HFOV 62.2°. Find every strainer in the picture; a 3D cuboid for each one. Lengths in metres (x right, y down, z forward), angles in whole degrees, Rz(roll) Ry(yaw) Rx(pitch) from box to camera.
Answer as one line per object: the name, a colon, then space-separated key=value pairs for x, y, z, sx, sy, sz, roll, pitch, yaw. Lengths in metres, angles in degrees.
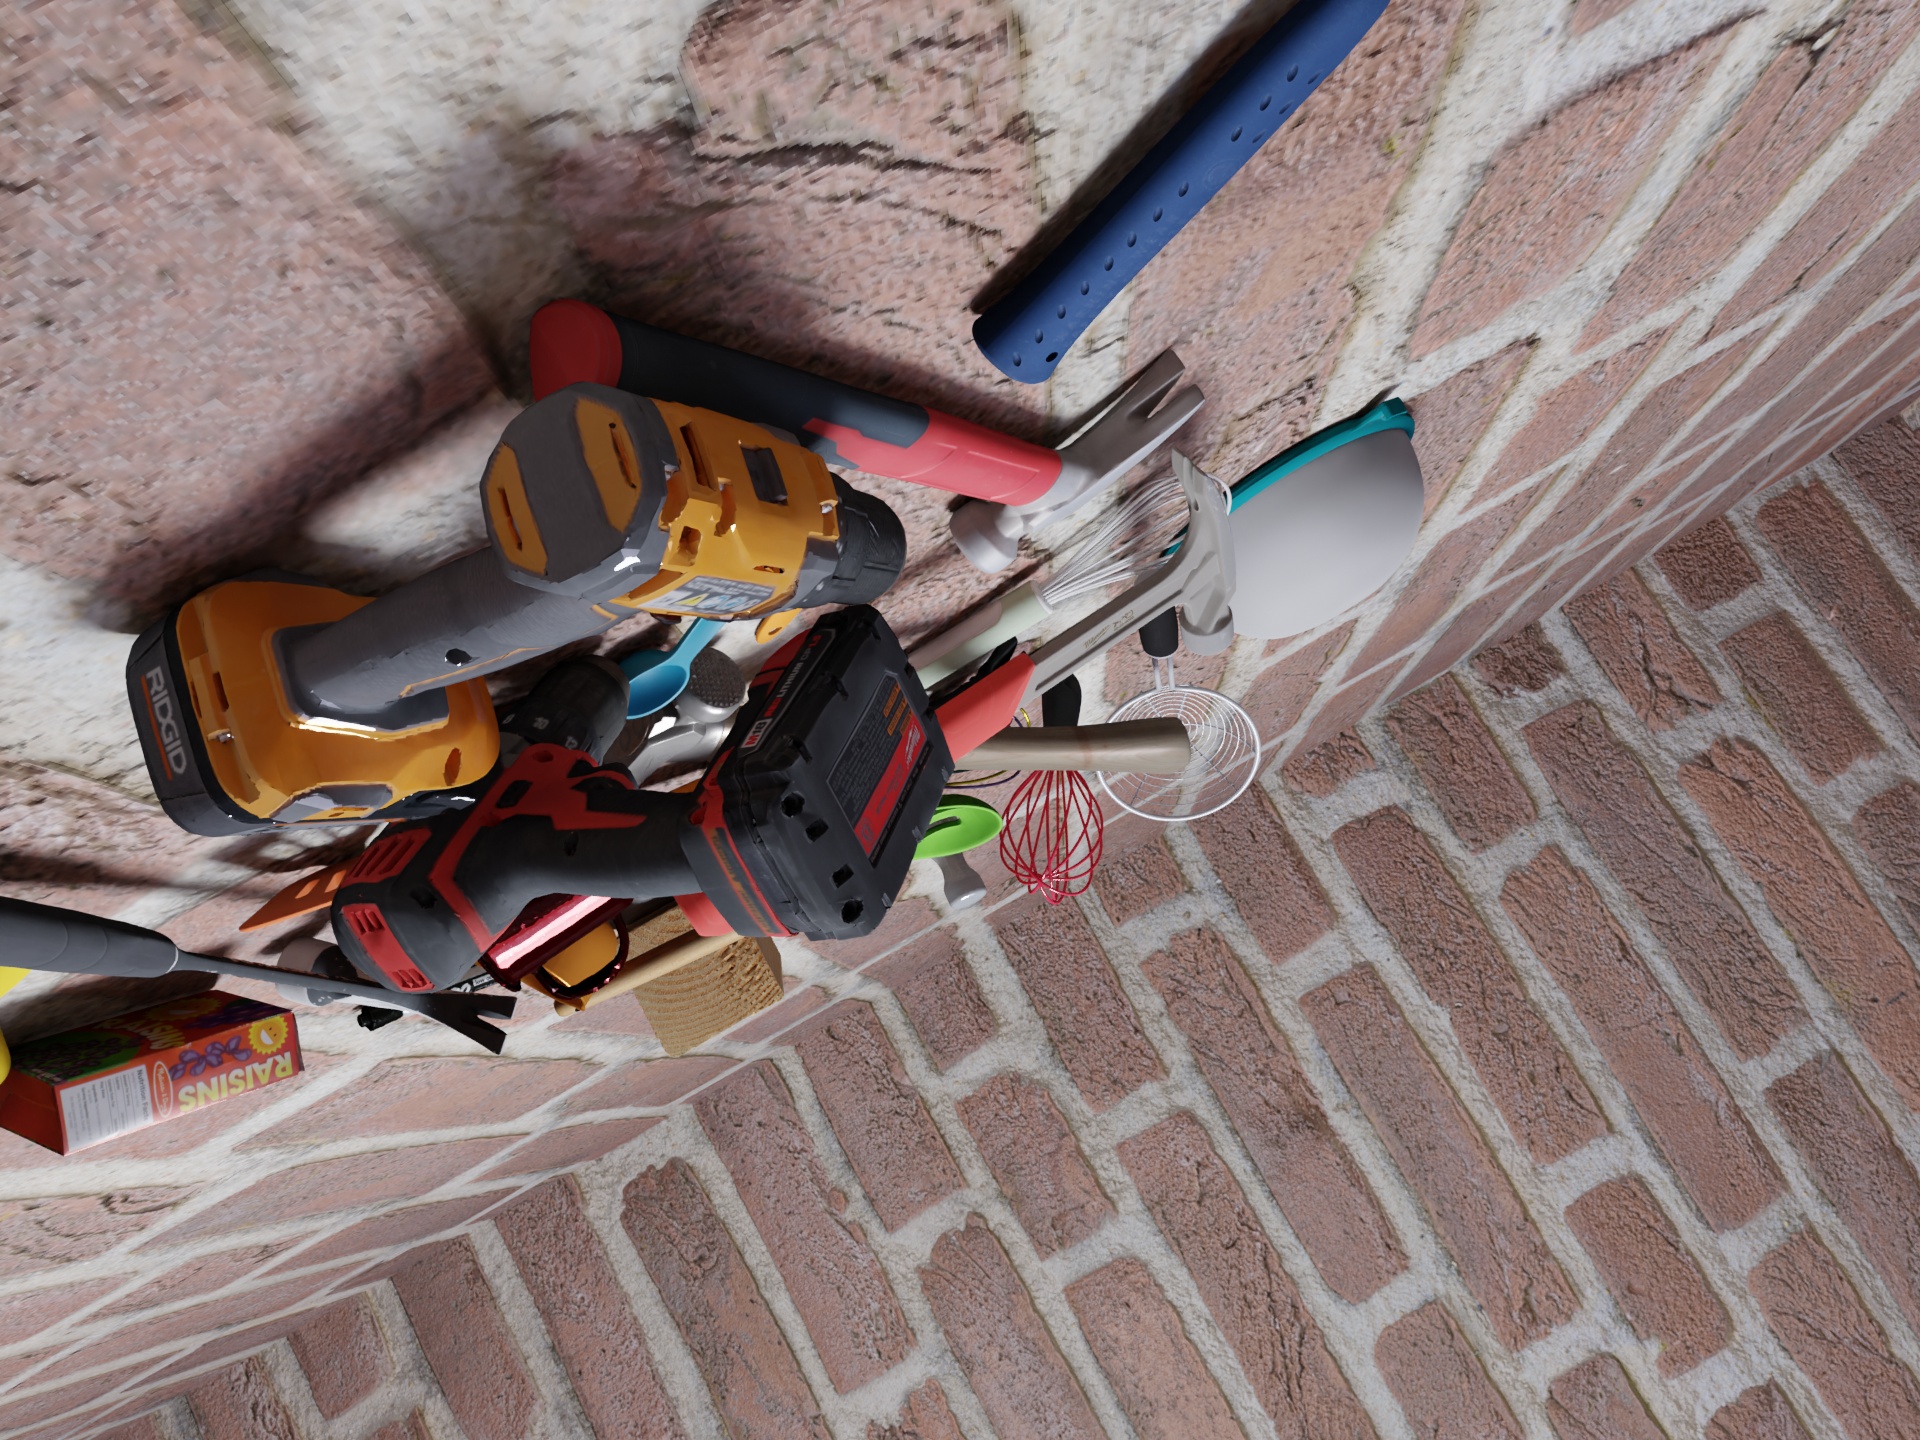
strainer: x=0.199 y=-0.086 z=1.144 sx=0.340 sy=0.095 sz=0.211 roll=-34 pitch=167 yaw=11

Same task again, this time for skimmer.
skimmer: x=0.145 y=-0.007 z=1.096 sx=0.127 sy=0.090 sz=0.363 roll=-8 pitch=165 yaw=7

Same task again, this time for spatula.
spatula: x=-0.315 y=0.111 z=0.882 sx=0.081 sy=0.041 sz=0.322 roll=-20 pitch=167 yaw=-12

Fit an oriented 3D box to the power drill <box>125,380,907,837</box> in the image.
power drill: x=-0.138 y=-0.035 z=0.542 sx=0.226 sy=0.084 sz=0.185 roll=-23 pitch=171 yaw=23

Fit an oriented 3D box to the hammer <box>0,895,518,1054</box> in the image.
hammer: x=-0.342 y=0.106 z=0.695 sx=0.149 sy=0.036 sz=0.408 roll=11 pitch=168 yaw=14

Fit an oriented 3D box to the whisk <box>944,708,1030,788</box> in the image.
whisk: x=-0.043 y=0.031 z=1.021 sx=0.245 sy=0.051 sz=0.047 roll=-16 pitch=142 yaw=-40

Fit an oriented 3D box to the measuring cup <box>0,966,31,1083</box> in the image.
measuring cup: x=-0.447 y=0.142 z=0.727 sx=0.156 sy=0.029 sz=0.062 roll=-36 pitch=166 yaw=30

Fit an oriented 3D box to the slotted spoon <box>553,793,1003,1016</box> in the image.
slotted spoon: x=-0.120 y=0.119 z=1.026 sx=0.314 sy=0.031 sz=0.070 roll=-25 pitch=148 yaw=1

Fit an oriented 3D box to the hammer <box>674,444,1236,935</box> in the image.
hammer: x=-0.001 y=-0.003 z=0.863 sx=0.359 sy=0.037 sz=0.149 roll=-34 pitch=143 yaw=-9

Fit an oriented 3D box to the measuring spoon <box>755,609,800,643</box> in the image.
measuring spoon: x=-0.073 y=-0.067 z=0.798 sx=0.021 sy=0.011 sz=0.117 roll=-18 pitch=163 yaw=-42

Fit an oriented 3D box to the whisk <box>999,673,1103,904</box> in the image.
whisk: x=0.069 y=0.034 z=1.135 sx=0.073 sy=0.073 sz=0.296 roll=-35 pitch=-160 yaw=22

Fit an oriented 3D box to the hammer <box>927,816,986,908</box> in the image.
hammer: x=-0.123 y=0.084 z=1.082 sx=0.331 sy=0.128 sz=0.033 roll=-3 pitch=149 yaw=-46

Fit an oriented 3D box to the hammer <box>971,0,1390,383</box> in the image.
hammer: x=0.138 y=-0.250 z=0.510 sx=0.144 sy=0.035 sz=0.405 roll=-15 pitch=161 yaw=-50

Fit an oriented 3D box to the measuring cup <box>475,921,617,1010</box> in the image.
measuring cup: x=-0.282 y=0.138 z=1.028 sx=0.174 sy=0.095 sz=0.052 roll=-7 pitch=-133 yaw=55

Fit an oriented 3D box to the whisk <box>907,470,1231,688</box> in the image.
whisk: x=0.056 y=-0.081 z=0.979 sx=0.246 sy=0.058 sz=0.059 roll=-30 pitch=133 yaw=15

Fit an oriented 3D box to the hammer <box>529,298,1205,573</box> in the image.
hammer: x=-0.020 y=-0.124 z=0.639 sx=0.143 sy=0.038 sz=0.386 roll=-37 pitch=166 yaw=23

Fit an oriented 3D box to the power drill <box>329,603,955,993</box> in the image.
power drill: x=-0.121 y=0.021 z=0.637 sx=0.227 sy=0.080 sz=0.188 roll=-11 pitch=-149 yaw=26

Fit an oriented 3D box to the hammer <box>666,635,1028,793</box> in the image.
hammer: x=-0.100 y=0.025 z=1.019 sx=0.337 sy=0.034 sz=0.127 roll=-23 pitch=167 yaw=-38

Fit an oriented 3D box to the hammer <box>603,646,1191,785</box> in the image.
hammer: x=-0.020 y=0.019 z=0.962 sx=0.410 sy=0.038 sz=0.146 roll=3 pitch=150 yaw=-39

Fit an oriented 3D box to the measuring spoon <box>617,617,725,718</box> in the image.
measuring spoon: x=-0.126 y=-0.050 z=0.753 sx=0.128 sy=0.021 sz=0.042 roll=-46 pitch=158 yaw=22
